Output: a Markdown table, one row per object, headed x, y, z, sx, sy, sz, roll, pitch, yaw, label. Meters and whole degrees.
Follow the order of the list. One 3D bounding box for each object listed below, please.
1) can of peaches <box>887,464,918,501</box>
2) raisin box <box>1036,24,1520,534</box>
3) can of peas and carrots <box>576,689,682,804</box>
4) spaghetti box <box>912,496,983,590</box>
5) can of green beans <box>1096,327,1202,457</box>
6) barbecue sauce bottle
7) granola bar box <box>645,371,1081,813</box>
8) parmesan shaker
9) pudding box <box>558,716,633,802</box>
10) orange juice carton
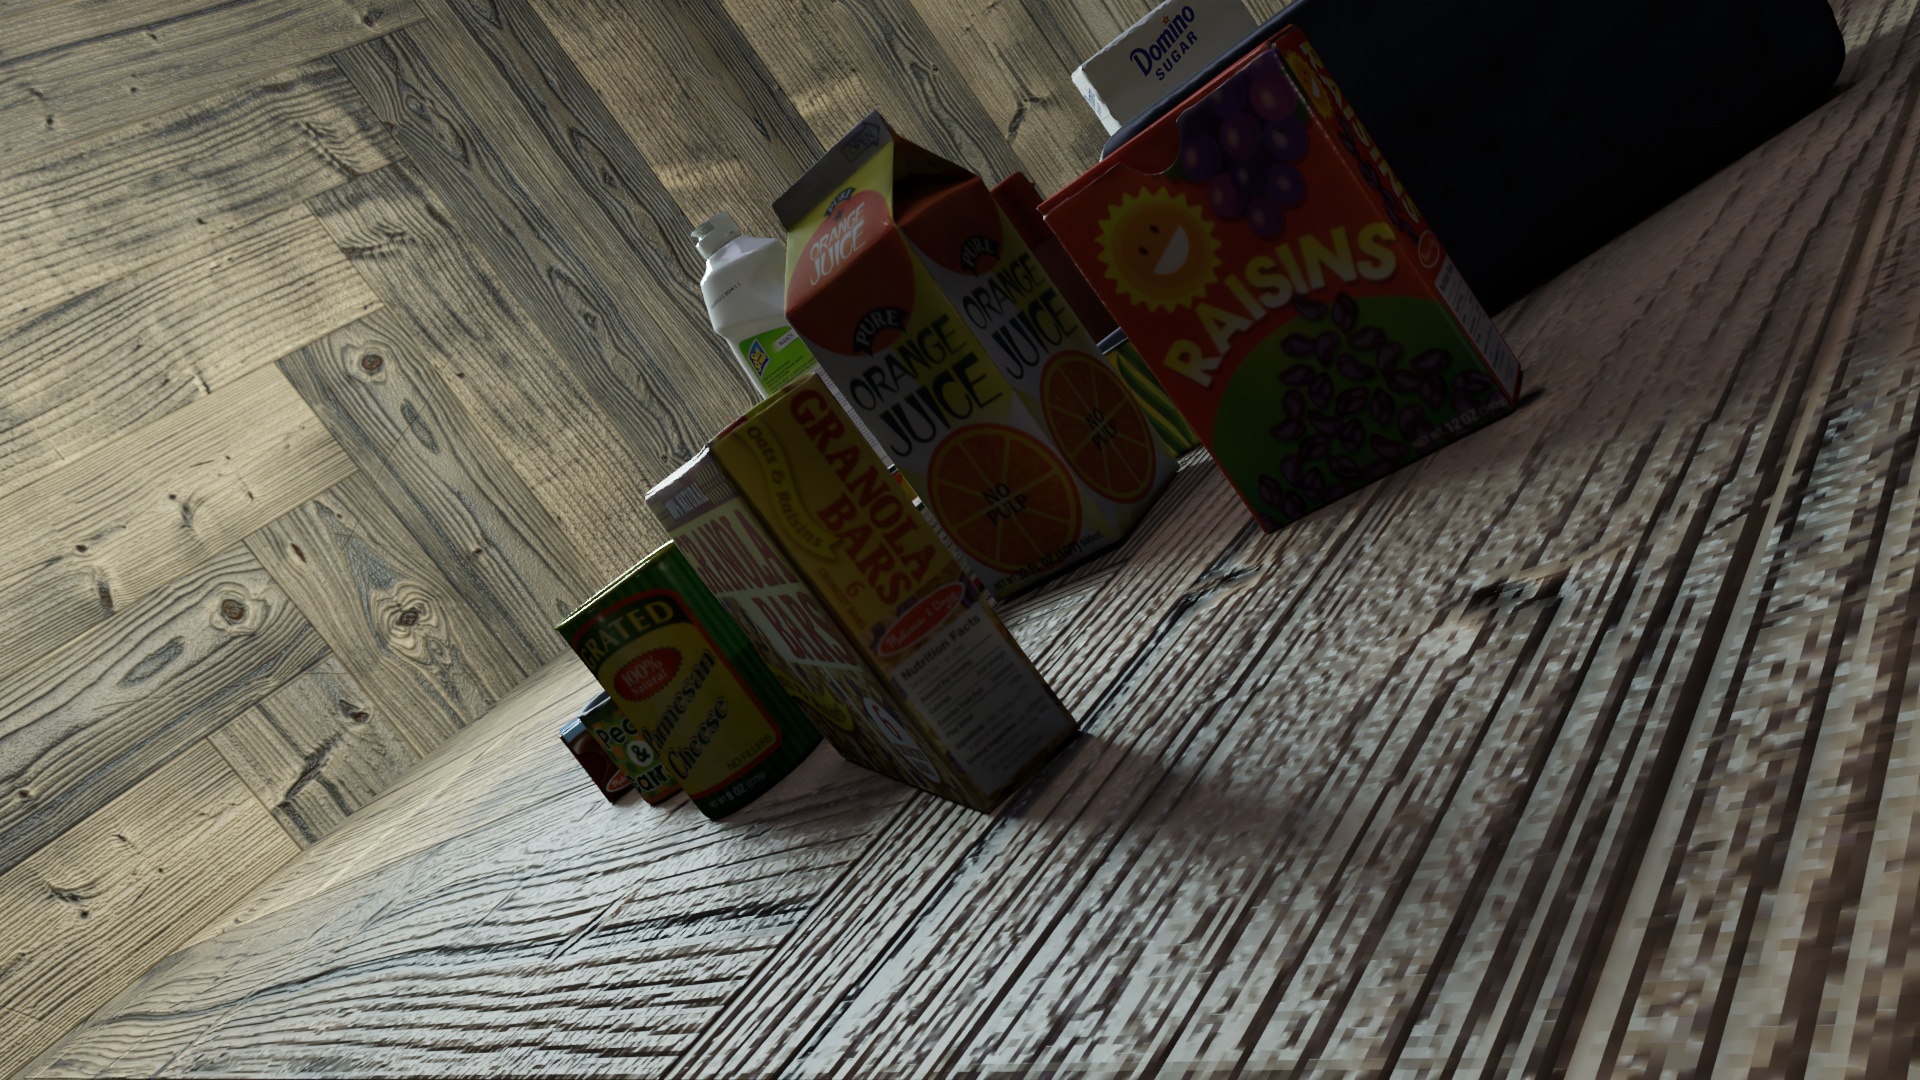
| x | y | z | sx | sy | sz | roll | pitch | yaw | label |
| --- | --- | --- | --- | --- | --- | --- | --- | --- | --- |
| -0.036 | -0.007 | 0.788 | 0.071 | 0.058 | 0.071 | -35 | 8 | 6 | can of peaches |
| 0.094 | -0.075 | 0.413 | 0.086 | 0.123 | 0.040 | -30 | 10 | 36 | raisin box |
| -0.149 | 0.091 | 0.698 | 0.071 | 0.058 | 0.071 | -35 | 8 | 6 | can of peas and carrots |
| 0.002 | -0.008 | 0.668 | 0.028 | 0.050 | 0.251 | -30 | 10 | 37 | spaghetti box |
| 0.096 | -0.076 | 0.636 | 0.071 | 0.058 | 0.071 | -35 | 8 | 6 | can of green beans |
| 0.060 | -0.125 | 0.738 | 0.044 | 0.148 | 0.065 | -37 | 8 | -7 | barbecue sauce bottle |
| -0.042 | 0.019 | 0.443 | 0.039 | 0.124 | 0.165 | -39 | 9 | -17 | granola bar box |
| -0.109 | 0.055 | 0.582 | 0.071 | 0.103 | 0.071 | -35 | 8 | 6 | parmesan shaker |
| -0.180 | 0.102 | 0.789 | 0.084 | 0.049 | 0.030 | -39 | 8 | -16 | pudding box |
| -0.001 | -0.078 | 0.574 | 0.071 | 0.192 | 0.073 | -30 | 10 | 39 | orange juice carton |
